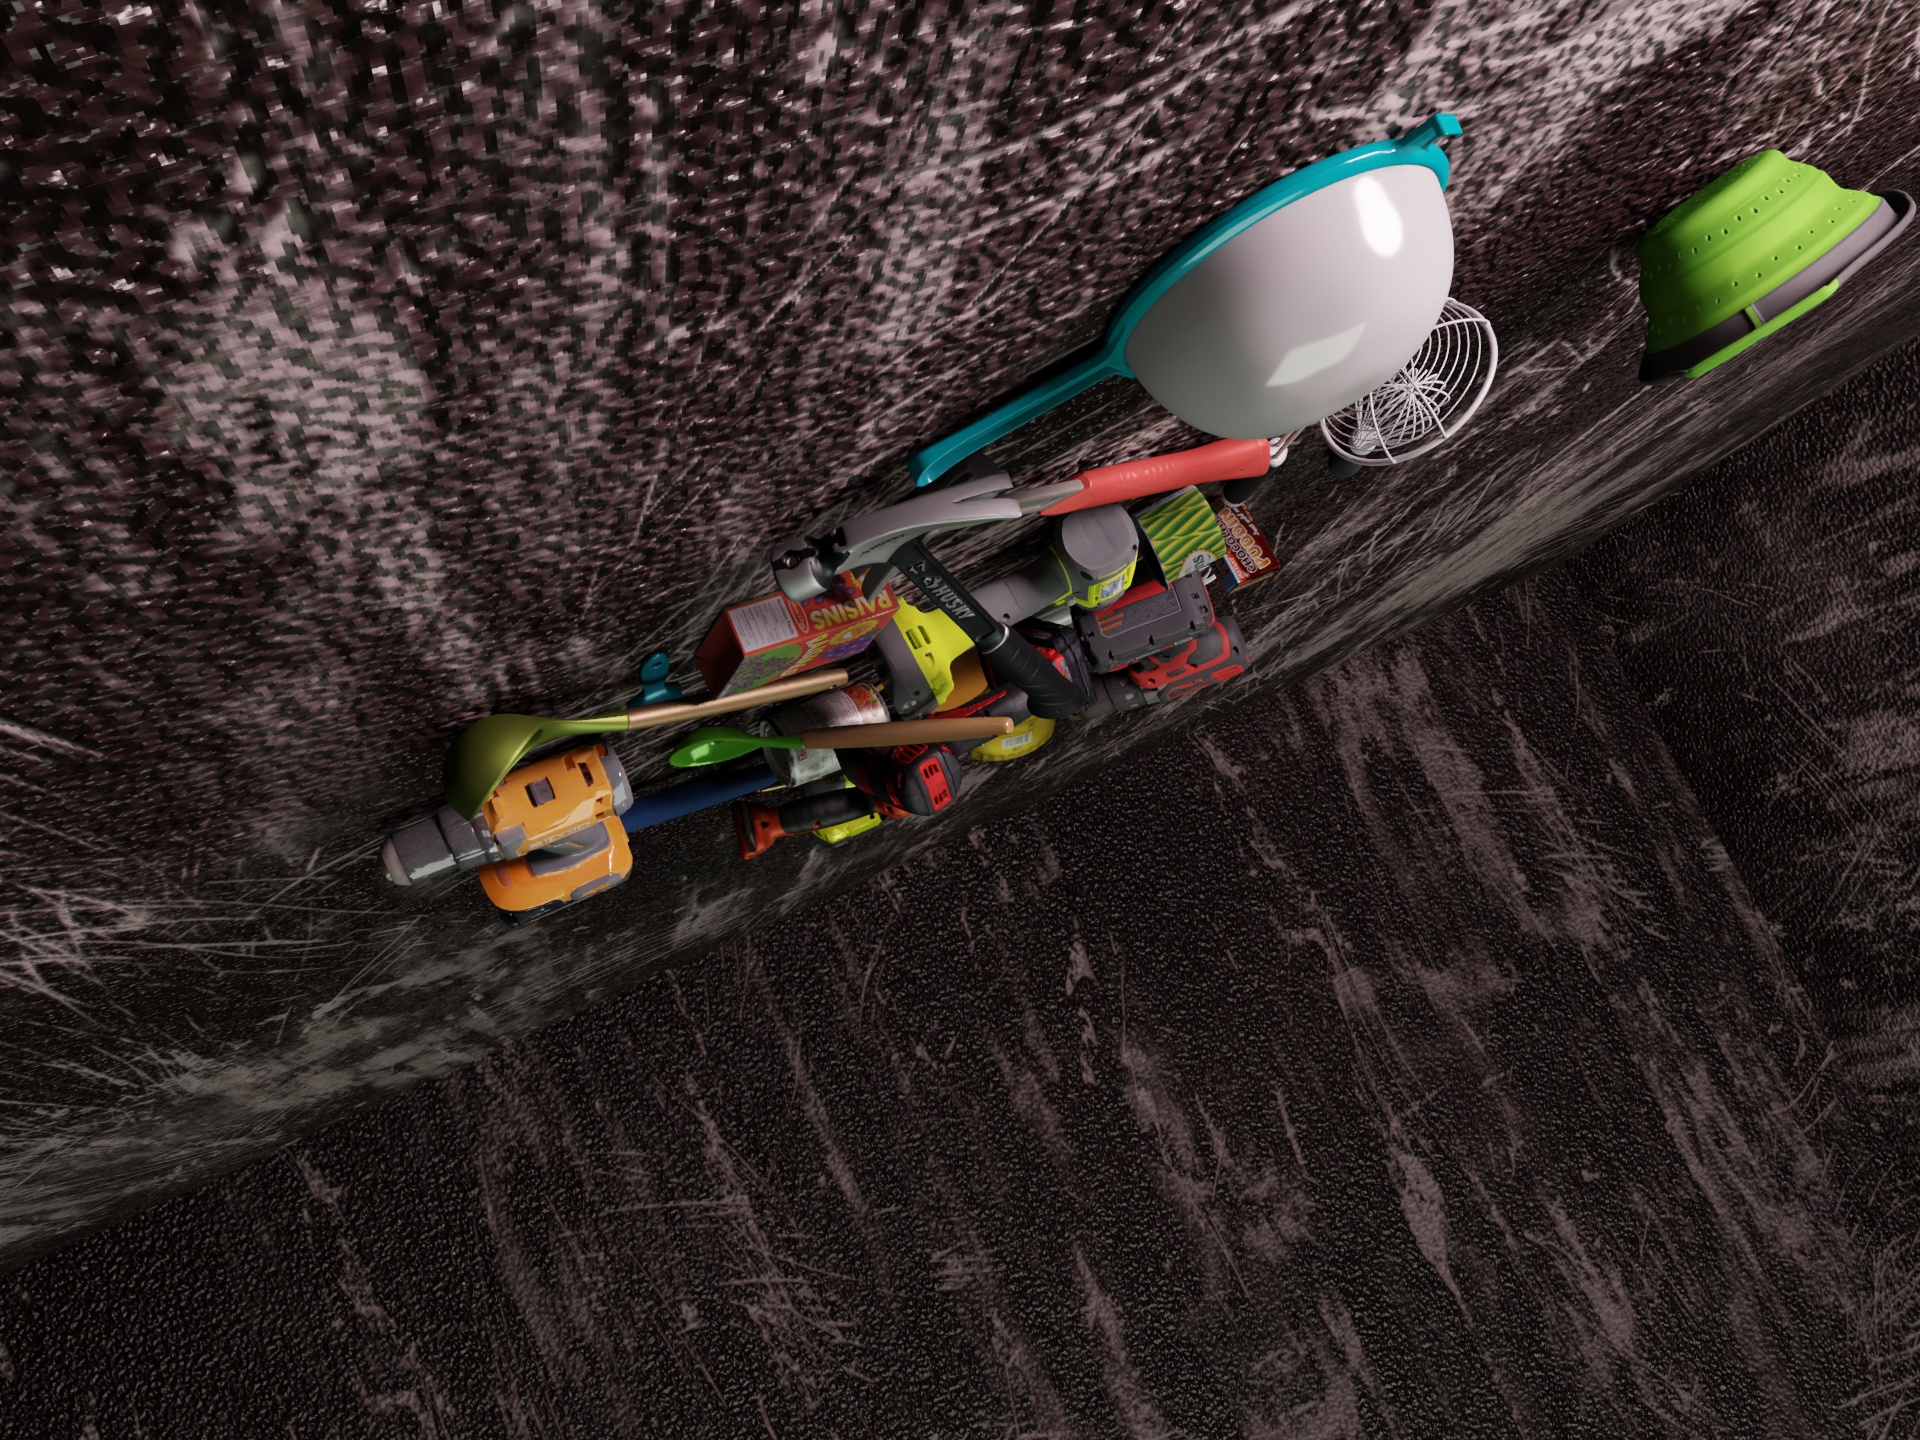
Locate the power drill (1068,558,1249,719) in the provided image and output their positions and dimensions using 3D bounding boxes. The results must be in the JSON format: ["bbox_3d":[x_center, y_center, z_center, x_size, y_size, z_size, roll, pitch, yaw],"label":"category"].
[{"bbox_3d":[0.163,-0.065,1.472,0.188,0.080,0.226,-20,161,12],"label":"power drill"}]

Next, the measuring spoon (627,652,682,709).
[{"bbox_3d":[-0.213,-0.020,1.123,0.042,0.021,0.128,-23,170,-16],"label":"measuring spoon"}]

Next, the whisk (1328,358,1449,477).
[{"bbox_3d":[0.341,-0.241,1.323,0.070,0.070,0.284,-26,176,0],"label":"whisk"}]

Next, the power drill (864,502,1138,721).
[{"bbox_3d":[0.037,-0.087,1.276,0.228,0.080,0.190,-28,171,-1],"label":"power drill"}]

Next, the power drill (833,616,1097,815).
[{"bbox_3d":[-0.002,-0.004,1.368,0.219,0.078,0.143,-35,-149,-26],"label":"power drill"}]

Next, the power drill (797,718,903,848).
[{"bbox_3d":[-0.101,0.063,1.755,0.171,0.080,0.223,-23,167,-14],"label":"power drill"}]

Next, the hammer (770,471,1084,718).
[{"bbox_3d":[0.020,-0.066,1.106,0.149,0.036,0.408,-21,160,14],"label":"hammer"}]

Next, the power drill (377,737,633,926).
[{"bbox_3d":[-0.348,0.098,1.251,0.185,0.084,0.226,-23,166,-16],"label":"power drill"}]

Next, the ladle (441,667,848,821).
[{"bbox_3d":[-0.205,0.006,1.103,0.320,0.062,0.078,-13,162,-38],"label":"ladle"}]

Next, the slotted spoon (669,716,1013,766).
[{"bbox_3d":[-0.101,0.014,1.277,0.314,0.031,0.070,-4,170,27],"label":"slotted spoon"}]

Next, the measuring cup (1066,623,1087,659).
[{"bbox_3d":[0.102,-0.067,1.697,0.083,0.038,0.167,-26,173,0],"label":"measuring cup"}]

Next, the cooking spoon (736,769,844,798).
[{"bbox_3d":[-0.173,0.058,1.554,0.319,0.017,0.069,-13,178,-14],"label":"cooking spoon"}]

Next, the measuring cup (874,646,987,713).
[{"bbox_3d":[-0.052,-0.017,1.487,0.173,0.052,0.095,-30,170,13],"label":"measuring cup"}]

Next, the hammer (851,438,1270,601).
[{"bbox_3d":[0.092,-0.160,1.127,0.359,0.037,0.149,-18,168,-40],"label":"hammer"}]

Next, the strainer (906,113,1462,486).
[{"bbox_3d":[0.137,-0.190,0.893,0.340,0.095,0.211,-28,171,5],"label":"strainer"}]

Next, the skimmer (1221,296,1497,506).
[{"bbox_3d":[0.282,-0.210,1.199,0.363,0.090,0.127,126,-14,-79],"label":"skimmer"}]

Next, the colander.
[{"bbox_3d":[0.597,-0.376,1.206,0.204,0.094,0.397,-34,-174,40],"label":"colander"}]

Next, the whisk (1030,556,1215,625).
[{"bbox_3d":[0.134,-0.116,1.477,0.246,0.057,0.059,-23,-156,7],"label":"whisk"}]

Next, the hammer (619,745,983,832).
[{"bbox_3d":[-0.163,0.045,1.486,0.405,0.035,0.144,-17,-164,-26],"label":"hammer"}]
